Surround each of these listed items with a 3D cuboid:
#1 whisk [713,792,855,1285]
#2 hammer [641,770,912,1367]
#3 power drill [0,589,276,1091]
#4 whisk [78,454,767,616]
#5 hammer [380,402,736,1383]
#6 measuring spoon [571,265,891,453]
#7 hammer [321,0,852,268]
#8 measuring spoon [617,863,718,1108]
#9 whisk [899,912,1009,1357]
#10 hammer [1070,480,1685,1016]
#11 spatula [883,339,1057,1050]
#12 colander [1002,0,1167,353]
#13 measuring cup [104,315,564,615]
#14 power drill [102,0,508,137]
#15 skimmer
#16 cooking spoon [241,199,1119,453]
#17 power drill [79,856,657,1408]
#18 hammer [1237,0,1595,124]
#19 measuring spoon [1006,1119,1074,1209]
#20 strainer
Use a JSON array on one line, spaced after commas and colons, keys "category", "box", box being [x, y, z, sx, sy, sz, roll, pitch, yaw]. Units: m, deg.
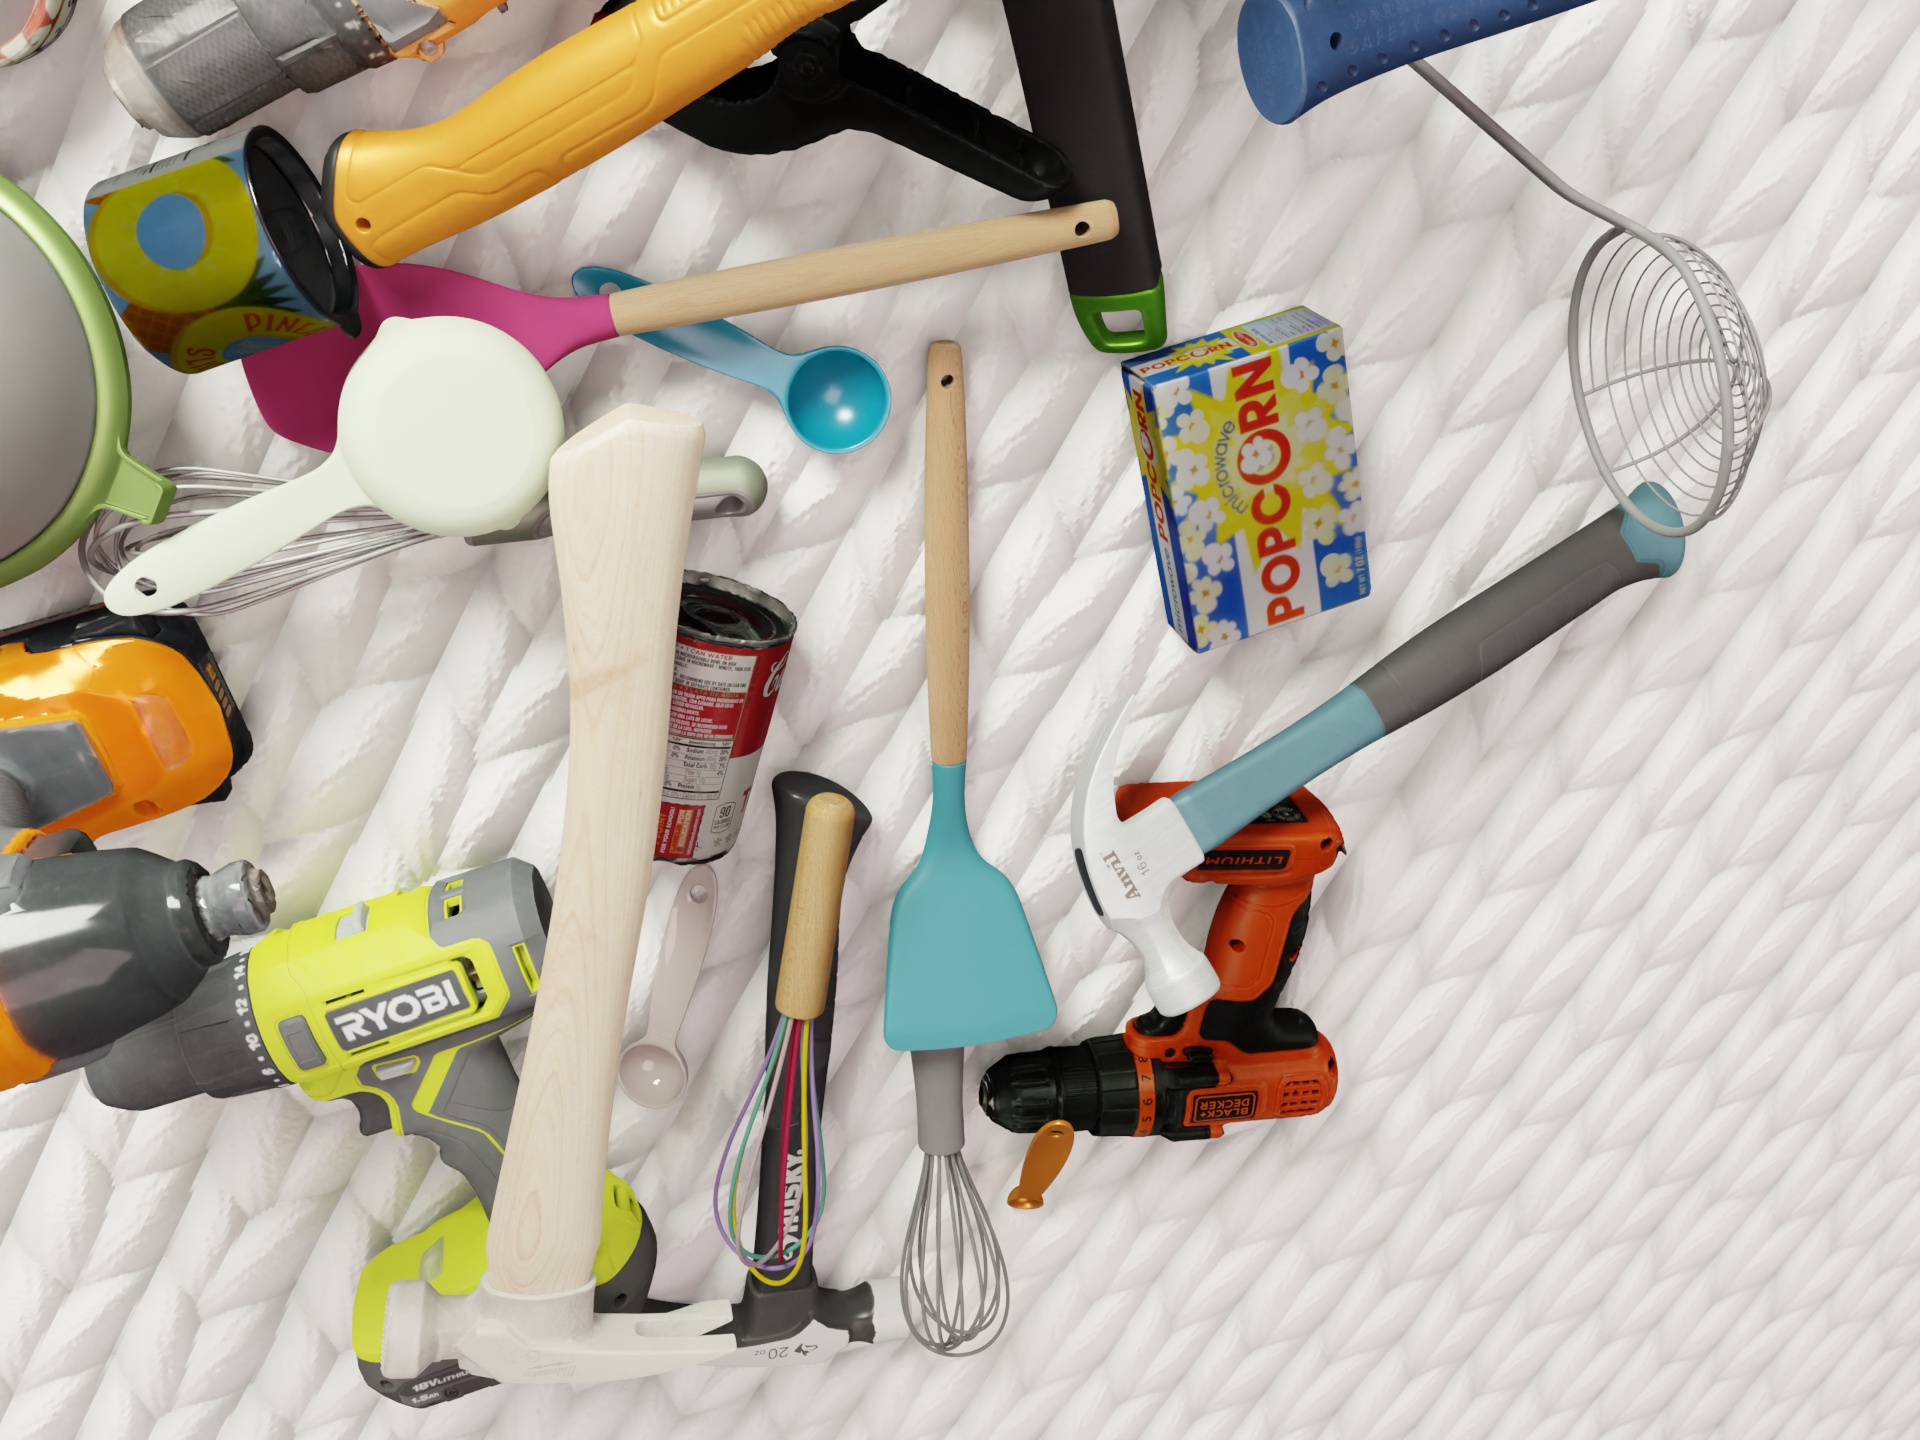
[{"category": "whisk", "box": [-0.071, 0.147, 0.703, 0.051, 0.047, 0.245, 4, 111, -18]}, {"category": "hammer", "box": [-0.084, 0.176, 0.757, 0.146, 0.035, 0.334, -2, 116, -16]}, {"category": "power drill", "box": [-0.296, 0.038, 0.513, 0.164, 0.227, 0.084, -17, 119, -8]}, {"category": "whisk", "box": [-0.193, -0.076, 0.594, 0.246, 0.059, 0.057, -9, 156, -17]}, {"category": "hammer", "box": [-0.133, 0.086, 0.614, 0.146, 0.038, 0.410, 6, 111, -17]}, {"category": "measuring spoon", "box": [-0.087, -0.143, 0.611, 0.128, 0.021, 0.042, 23, 108, -15]}, {"category": "hammer", "box": [-0.057, -0.215, 0.487, 0.337, 0.034, 0.127, -19, 122, 21]}, {"category": "measuring spoon", "box": [-0.129, 0.120, 0.729, 0.034, 0.018, 0.124, 18, 105, 5]}, {"category": "whisk", "box": [-0.006, 0.205, 0.775, 0.055, 0.055, 0.239, -7, 106, -13]}, {"category": "hammer", "box": [0.193, -0.010, 0.712, 0.331, 0.033, 0.128, -31, 90, -11]}, {"category": "spatula", "box": [-0.001, -0.002, 0.686, 0.082, 0.044, 0.317, -6, 116, -10]}, {"category": "colander", "box": [0.028, -0.302, 0.522, 0.204, 0.095, 0.396, 1, 141, 19]}, {"category": "measuring cup", "box": [-0.212, -0.078, 0.540, 0.167, 0.038, 0.083, -31, 112, -12]}, {"category": "power drill", "box": [-0.217, -0.299, 0.458, 0.185, 0.084, 0.226, -29, 124, 1]}, {"category": "skimmer", "box": [0.180, -0.208, 0.613, 0.363, 0.127, 0.090, 33, 104, -17]}, {"category": "cooking spoon", "box": [-0.100, -0.151, 0.575, 0.319, 0.017, 0.068, -11, 115, 0]}, {"category": "power drill", "box": [-0.243, 0.183, 0.691, 0.190, 0.080, 0.228, -18, 117, -7]}, {"category": "hammer", "box": [0.273, -0.299, 0.577, 0.405, 0.035, 0.144, -24, 119, -19]}, {"category": "measuring spoon", "box": [0.041, 0.222, 0.802, 0.021, 0.011, 0.116, 6, 143, -5]}, {"category": "strainer", "box": [-0.398, -0.089, 0.498, 0.256, 0.069, 0.151, -21, 104, 3]}]
